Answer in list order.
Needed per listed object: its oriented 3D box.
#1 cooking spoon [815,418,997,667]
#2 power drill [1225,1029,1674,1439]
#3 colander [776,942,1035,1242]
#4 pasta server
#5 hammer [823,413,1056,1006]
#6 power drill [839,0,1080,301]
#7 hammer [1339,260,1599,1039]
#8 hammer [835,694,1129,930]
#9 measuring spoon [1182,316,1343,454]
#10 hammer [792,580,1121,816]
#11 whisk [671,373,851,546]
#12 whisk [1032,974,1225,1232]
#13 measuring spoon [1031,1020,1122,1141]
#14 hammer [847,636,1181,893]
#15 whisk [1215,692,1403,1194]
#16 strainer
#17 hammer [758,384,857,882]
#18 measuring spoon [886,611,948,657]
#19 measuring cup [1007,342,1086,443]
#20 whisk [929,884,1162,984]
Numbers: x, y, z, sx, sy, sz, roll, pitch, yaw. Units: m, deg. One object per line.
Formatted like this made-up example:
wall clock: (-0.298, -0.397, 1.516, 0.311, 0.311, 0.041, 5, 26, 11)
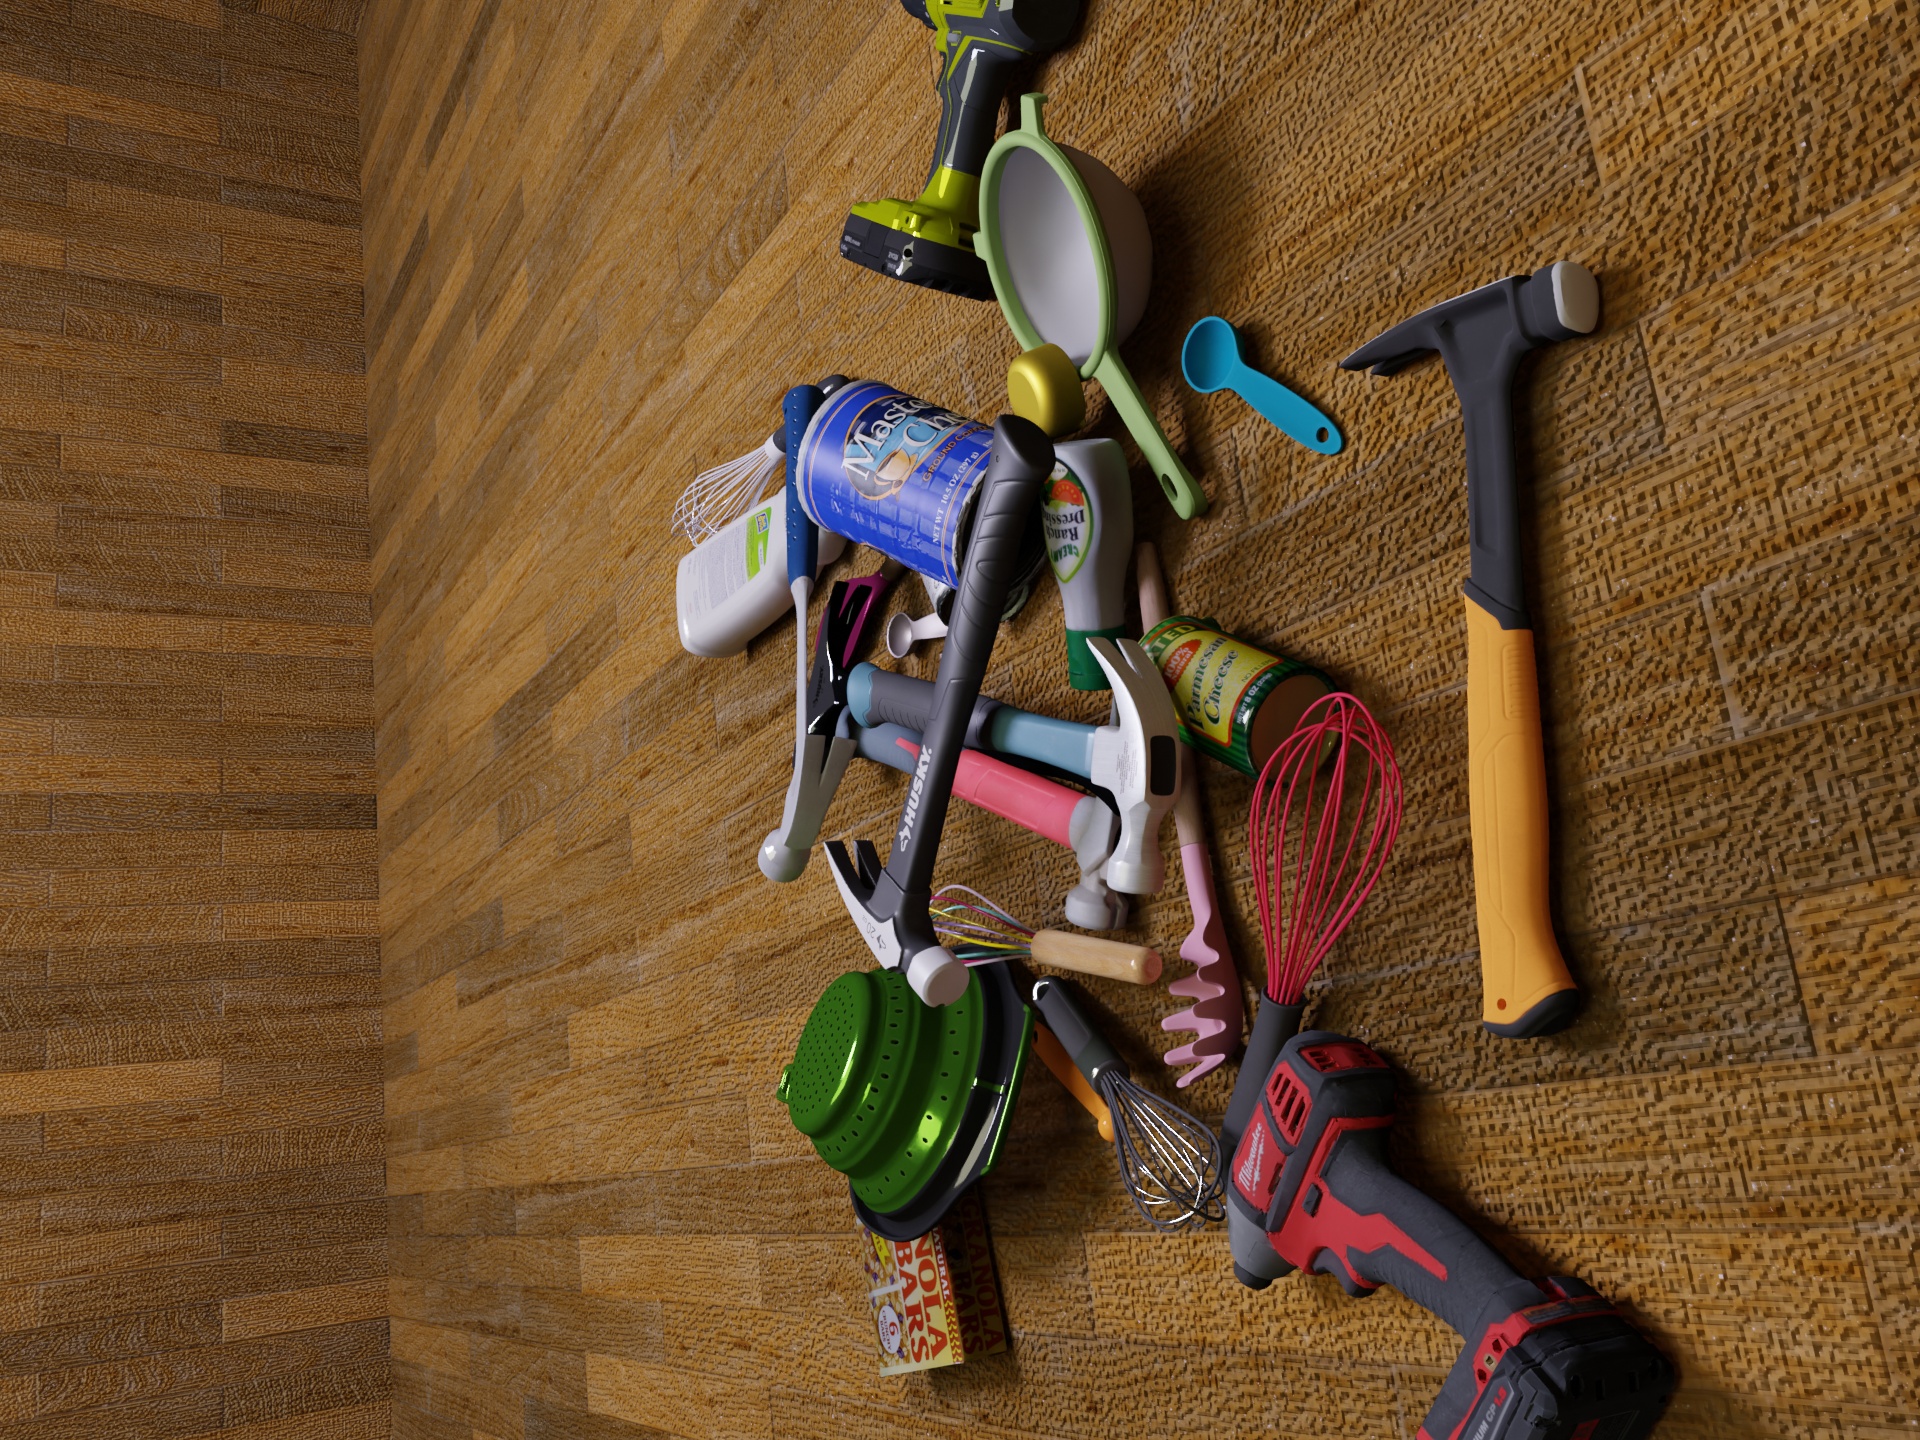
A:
cooking spoon: (-0.043, -0.125, 1.202, 0.318, 0.017, 0.069, -46, 47, 48)
power drill: (0.201, 0.262, 0.732, 0.220, 0.078, 0.143, 48, 128, 52)
colander: (-0.088, 0.248, 1.130, 0.397, 0.094, 0.205, -24, 46, 61)
pasta server: (0.121, 0.046, 0.906, 0.060, 0.040, 0.316, 116, 149, -70)
hammer: (-0.007, -0.013, 0.925, 0.146, 0.035, 0.334, 42, 123, 50)
power drill: (-0.011, -0.426, 1.116, 0.191, 0.080, 0.228, 40, 119, 52)
hammer: (0.239, -0.027, 0.723, 0.127, 0.034, 0.337, -11, 79, 57)
hammer: (0.003, 0.020, 1.101, 0.387, 0.038, 0.143, 21, 105, 57)
measuring spoon: (0.169, -0.179, 0.869, 0.129, 0.021, 0.042, 48, 129, 37)
hammer: (-0.002, -0.003, 1.045, 0.409, 0.036, 0.149, 16, 98, 57)
whisk: (-0.173, -0.223, 1.390, 0.284, 0.070, 0.070, -31, 62, 48)
whisk: (0.088, 0.209, 0.912, 0.058, 0.059, 0.246, -55, 24, 6)
measuring spoon: (0.068, 0.226, 1.006, 0.117, 0.011, 0.021, 44, 124, 51)
hammer: (0.019, 0.004, 0.947, 0.331, 0.033, 0.128, 15, 101, 58)
whisk: (0.169, 0.124, 0.811, 0.073, 0.073, 0.295, 40, 128, 52)
strainer: (0.099, -0.239, 0.945, 0.256, 0.069, 0.151, 62, 161, 11)
hammer: (-0.113, -0.092, 1.162, 0.144, 0.035, 0.406, 120, 153, -51)
measuring spoon: (-0.012, -0.068, 1.157, 0.124, 0.018, 0.034, -10, 79, 51)
measuring cup: (0.042, -0.177, 1.013, 0.062, 0.029, 0.156, 61, 158, 19)
whisk: (0.036, 0.136, 0.978, 0.245, 0.051, 0.047, 0, 120, 57)
